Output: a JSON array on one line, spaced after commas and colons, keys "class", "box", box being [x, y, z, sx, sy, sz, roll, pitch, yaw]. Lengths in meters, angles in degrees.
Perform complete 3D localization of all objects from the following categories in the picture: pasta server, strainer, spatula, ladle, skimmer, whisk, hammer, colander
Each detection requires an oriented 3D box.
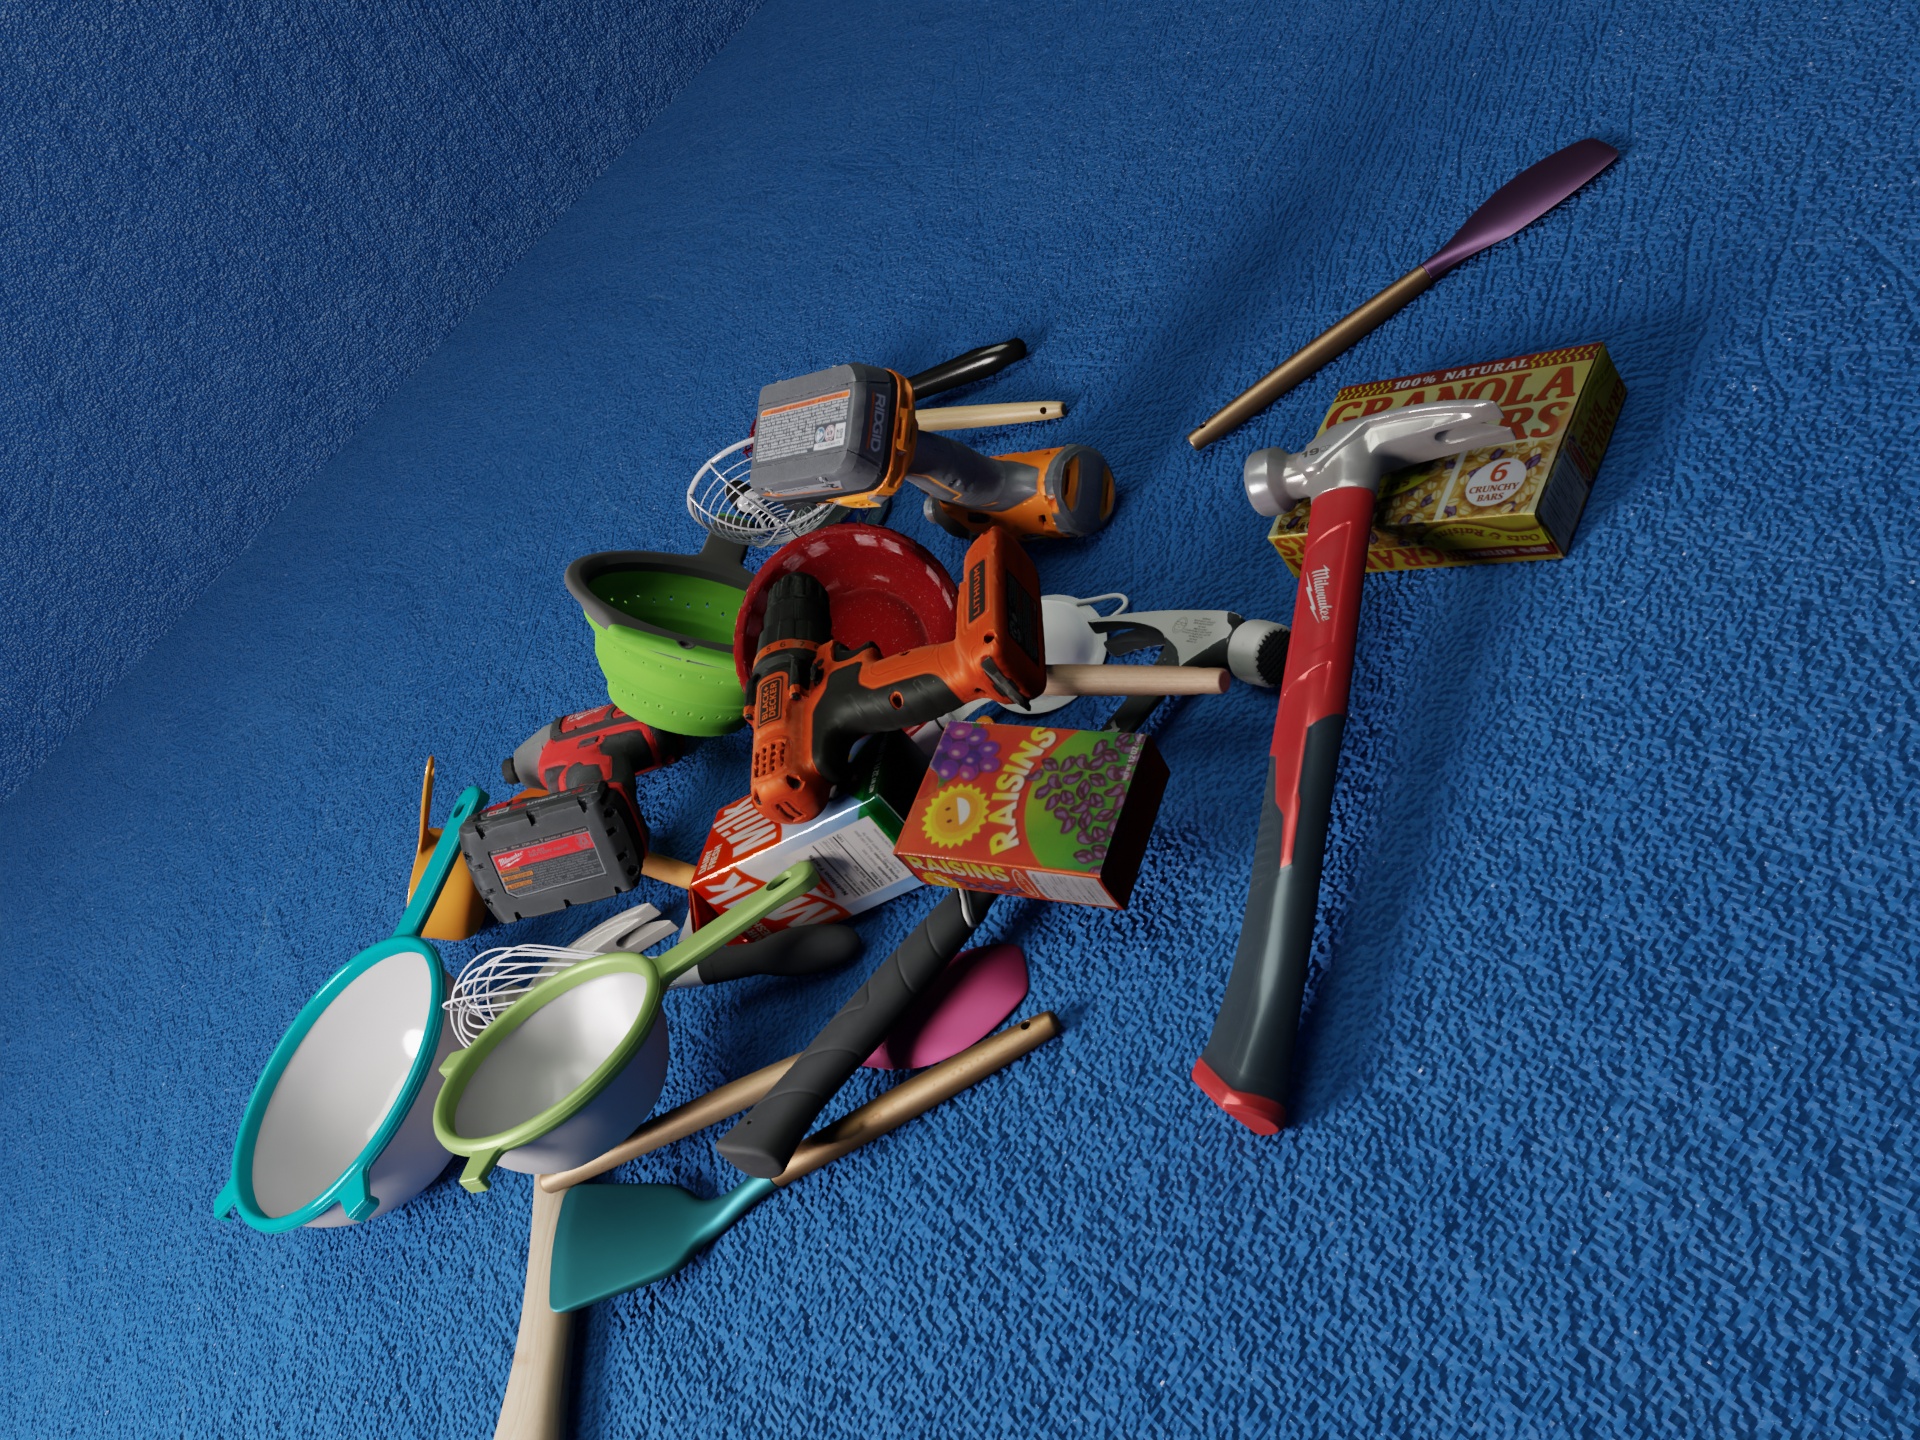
[{"class": "pasta server", "box": [0.020, -0.017, 0.936, 0.316, 0.060, 0.040, 1, 96, 41]}, {"class": "strainer", "box": [-0.382, 0.210, 1.132, 0.211, 0.095, 0.341, -15, 47, 38]}, {"class": "strainer", "box": [-0.178, 0.178, 0.924, 0.256, 0.069, 0.152, -35, 24, -11]}, {"class": "spatula", "box": [-0.086, 0.227, 0.851, 0.317, 0.044, 0.082, -32, 33, 16]}, {"class": "ladle", "box": [-0.051, -0.243, 1.306, 0.315, 0.069, 0.031, 2, 11, 34]}, {"class": "skimmer", "box": [-0.174, -0.204, 1.322, 0.127, 0.090, 0.363, -16, 16, -10]}, {"class": "whisk", "box": [-0.195, 0.161, 0.990, 0.284, 0.070, 0.070, -11, 42, 15]}, {"class": "hammer", "box": [0.182, 0.008, 0.768, 0.143, 0.038, 0.387, -9, 53, 38]}, {"class": "spatula", "box": [-0.249, 0.094, 1.178, 0.081, 0.041, 0.323, -35, 27, -32]}, {"class": "whisk", "box": [-0.071, -0.277, 1.388, 0.296, 0.073, 0.073, -14, 43, 29]}, {"class": "hammer", "box": [-0.236, 0.283, 0.959, 0.146, 0.038, 0.411, -33, 35, 15]}, {"class": "colander", "box": [-0.206, -0.079, 1.276, 0.397, 0.204, 0.094, -96, 21, -69]}, {"class": "spatula", "box": [0.280, -0.276, 1.036, 0.316, 0.018, 0.060, -36, 33, 11]}, {"class": "hammer", "box": [0.014, 0.085, 0.880, 0.409, 0.036, 0.149, -48, 31, -14]}, {"class": "strainer", "box": [-0.002, -0.003, 1.017, 0.258, 0.050, 0.087, -41, 51, 10]}]

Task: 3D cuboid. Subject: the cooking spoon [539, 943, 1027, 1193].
[{"class": "cooking spoon", "box": [-0.104, 0.202, 0.895, 0.319, 0.017, 0.069, -27, 36, 13]}]

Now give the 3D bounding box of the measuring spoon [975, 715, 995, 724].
[{"class": "measuring spoon", "box": [0.012, 0.030, 0.911, 0.021, 0.011, 0.117, -29, 31, 19]}]

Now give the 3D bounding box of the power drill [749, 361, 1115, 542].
[{"class": "power drill", "box": [-0.028, -0.168, 1.077, 0.164, 0.226, 0.084, 0, 83, 49]}]

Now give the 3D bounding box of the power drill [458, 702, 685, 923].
[{"class": "power drill", "box": [-0.288, 0.054, 1.175, 0.143, 0.078, 0.220, -15, 23, 4]}]

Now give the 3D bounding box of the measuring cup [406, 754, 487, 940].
[{"class": "measuring cup", "box": [-0.394, 0.099, 1.240, 0.095, 0.052, 0.173, -89, 13, -53]}]
